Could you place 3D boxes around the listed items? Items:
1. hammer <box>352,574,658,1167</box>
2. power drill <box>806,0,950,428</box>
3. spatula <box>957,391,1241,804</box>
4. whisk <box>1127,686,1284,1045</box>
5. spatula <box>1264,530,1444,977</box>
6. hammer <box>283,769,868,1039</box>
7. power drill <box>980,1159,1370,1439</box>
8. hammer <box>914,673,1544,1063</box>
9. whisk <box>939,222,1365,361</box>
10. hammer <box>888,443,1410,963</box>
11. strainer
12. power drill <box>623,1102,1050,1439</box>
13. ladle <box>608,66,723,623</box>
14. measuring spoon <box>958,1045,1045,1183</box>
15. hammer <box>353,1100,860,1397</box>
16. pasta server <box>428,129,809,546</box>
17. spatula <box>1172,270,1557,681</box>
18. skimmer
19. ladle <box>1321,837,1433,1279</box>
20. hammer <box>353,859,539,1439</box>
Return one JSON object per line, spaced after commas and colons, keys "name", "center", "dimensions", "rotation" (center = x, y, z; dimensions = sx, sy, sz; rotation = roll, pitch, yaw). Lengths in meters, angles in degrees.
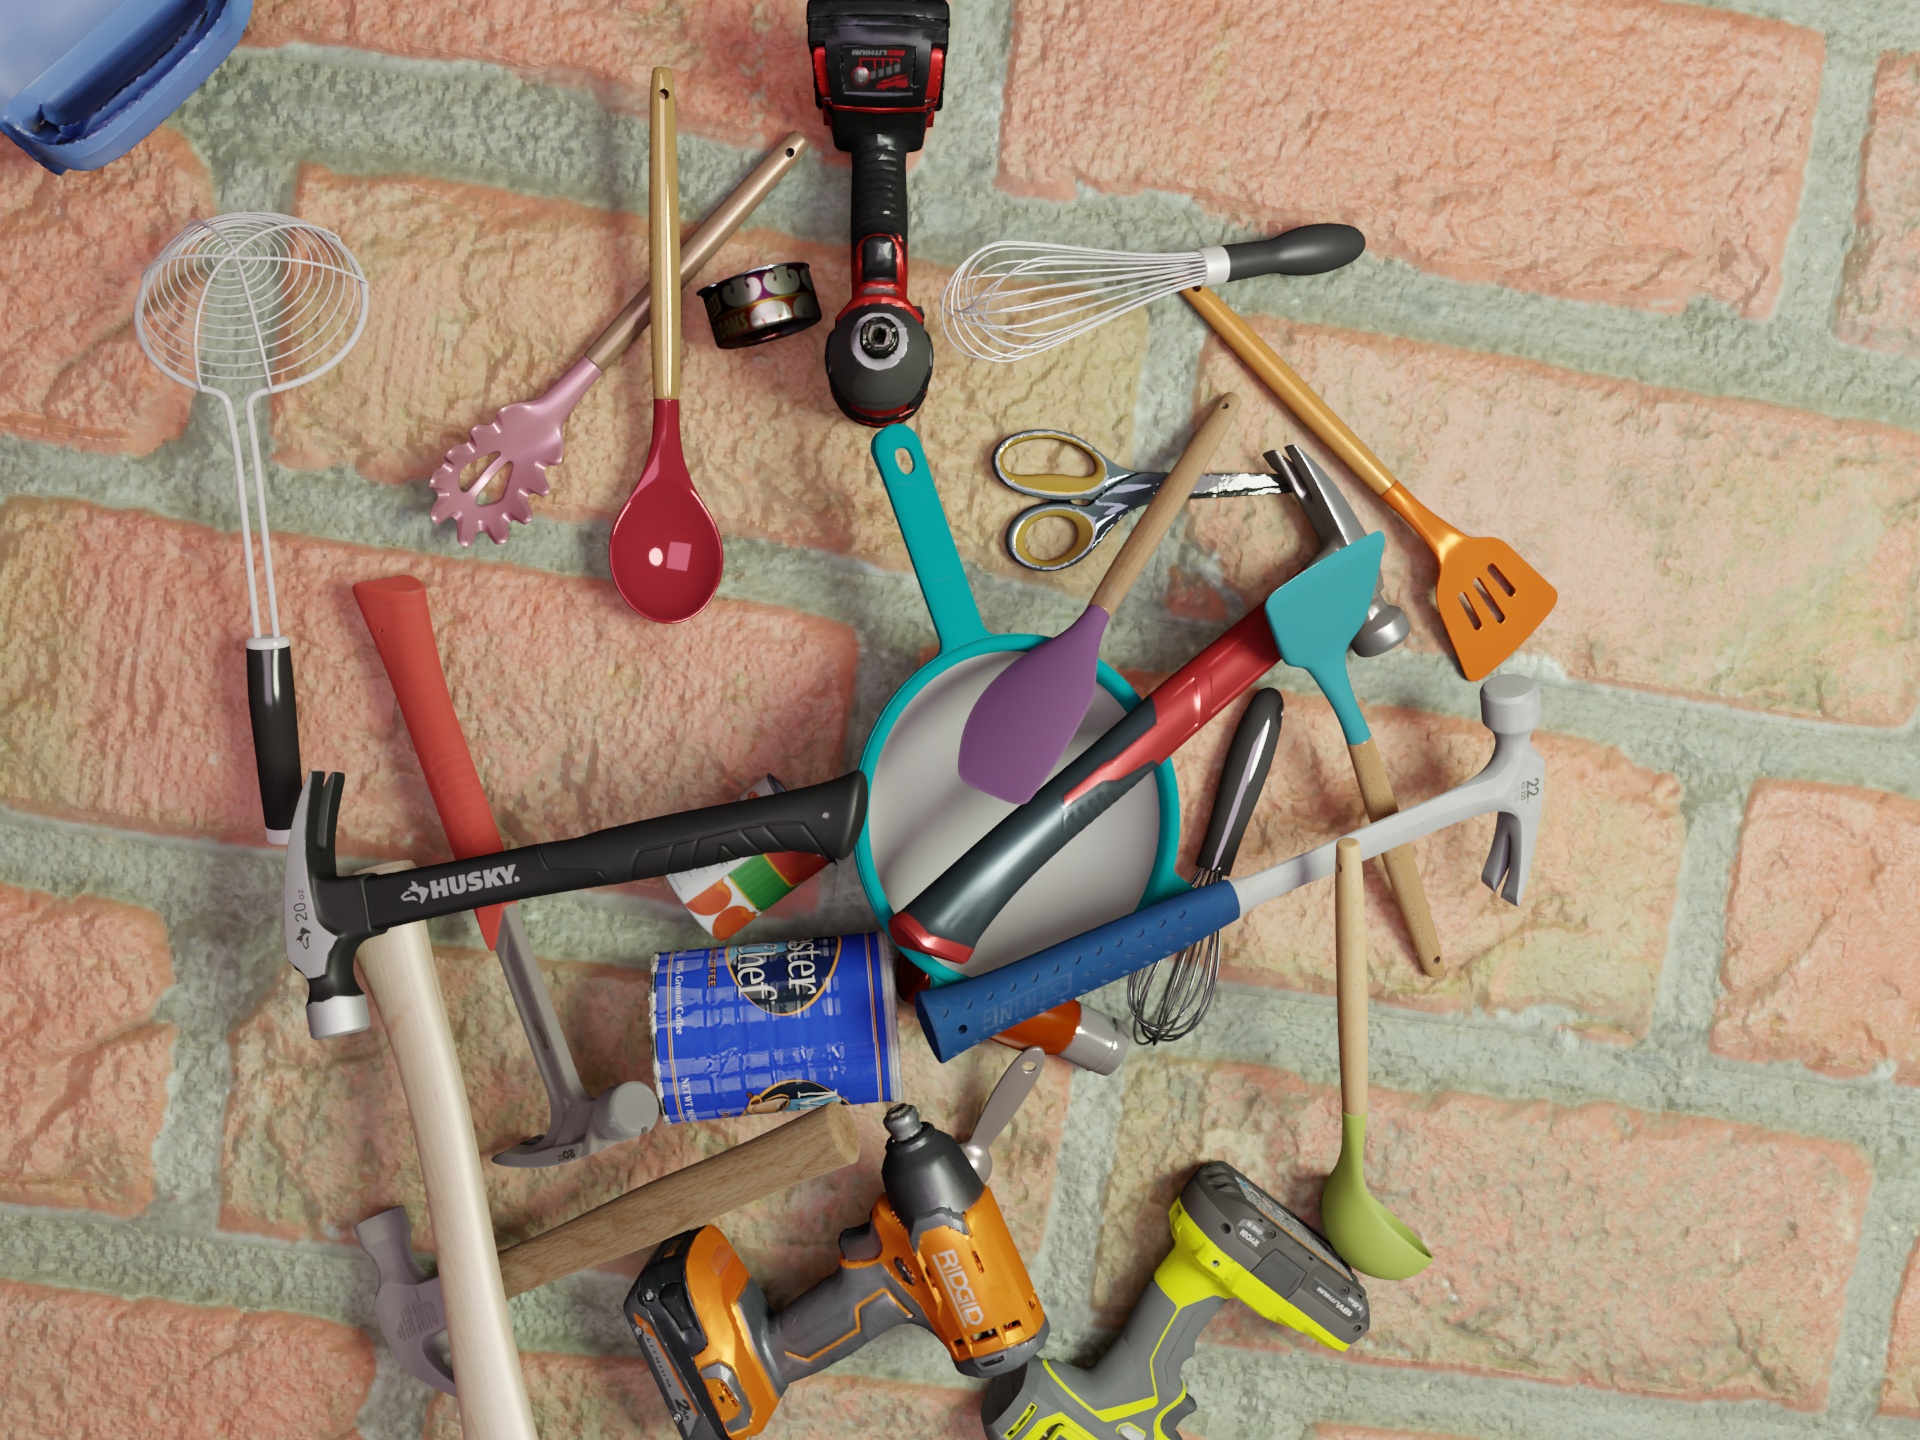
{"name": "hammer", "center": [-0.286, 0.087, 0.939], "dimensions": [0.036, 0.149, 0.359], "rotation": [-18, 85, -48]}
{"name": "power drill", "center": [-0.046, -0.284, 0.901], "dimensions": [0.078, 0.143, 0.219], "rotation": [0, 92, -2]}
{"name": "spatula", "center": [0.090, -0.082, 0.924], "dimensions": [0.060, 0.018, 0.316], "rotation": [24, 63, 21]}
{"name": "whisk", "center": [0.156, 0.092, 0.995], "dimensions": [0.055, 0.055, 0.239], "rotation": [19, 88, -6]}
{"name": "spatula", "center": [0.251, 0.036, 0.956], "dimensions": [0.082, 0.044, 0.317], "rotation": [-30, 115, -12]}
{"name": "hammer", "center": [-0.212, 0.073, 0.868], "dimensions": [0.335, 0.035, 0.146], "rotation": [-12, 84, 8]}
{"name": "power drill", "center": [0.145, 0.409, 1.004], "dimensions": [0.171, 0.080, 0.223], "rotation": [38, 94, -7]}
{"name": "hammer", "center": [0.167, 0.104, 0.914], "dimensions": [0.405, 0.035, 0.144], "rotation": [-20, 118, -15]}
{"name": "whisk", "center": [0.119, -0.265, 0.941], "dimensions": [0.284, 0.070, 0.070], "rotation": [-15, 96, -19]}
{"name": "hammer", "center": [0.102, -0.006, 0.916], "dimensions": [0.386, 0.038, 0.143], "rotation": [-38, 104, -22]}
{"name": "strainer", "center": [-0.001, -0.003, 0.942], "dimensions": [0.211, 0.095, 0.340], "rotation": [-21, 95, -25]}
{"name": "power drill", "center": [-0.079, 0.329, 0.950], "dimensions": [0.226, 0.084, 0.164], "rotation": [-21, 96, 11]}
{"name": "ladle", "center": [-0.174, -0.215, 0.931], "dimensions": [0.069, 0.031, 0.315], "rotation": [-3, 103, -22]}
{"name": "measuring spoon", "center": [0.022, 0.250, 0.983], "dimensions": [0.034, 0.018, 0.124], "rotation": [21, 117, -12]}
{"name": "hammer", "center": [-0.202, 0.297, 0.917], "dimensions": [0.331, 0.031, 0.130], "rotation": [-26, 80, 17]}
{"name": "pasta server", "center": [-0.198, -0.231, 0.943], "dimensions": [0.316, 0.040, 0.060], "rotation": [-48, 117, -2]}
{"name": "spatula", "center": [0.248, -0.162, 0.997], "dimensions": [0.081, 0.041, 0.322], "rotation": [-45, 93, -1]}
{"name": "skimmer", "center": [-0.405, -0.112, 0.938], "dimensions": [0.127, 0.090, 0.363], "rotation": [-1, 104, -7]}
{"name": "ladle", "center": [0.245, 0.207, 0.950], "dimensions": [0.062, 0.078, 0.320], "rotation": [-17, 117, -17]}
{"name": "hammer", "center": [-0.279, 0.280, 0.910], "dimensions": [0.146, 0.038, 0.411], "rotation": [-17, 81, 16]}
